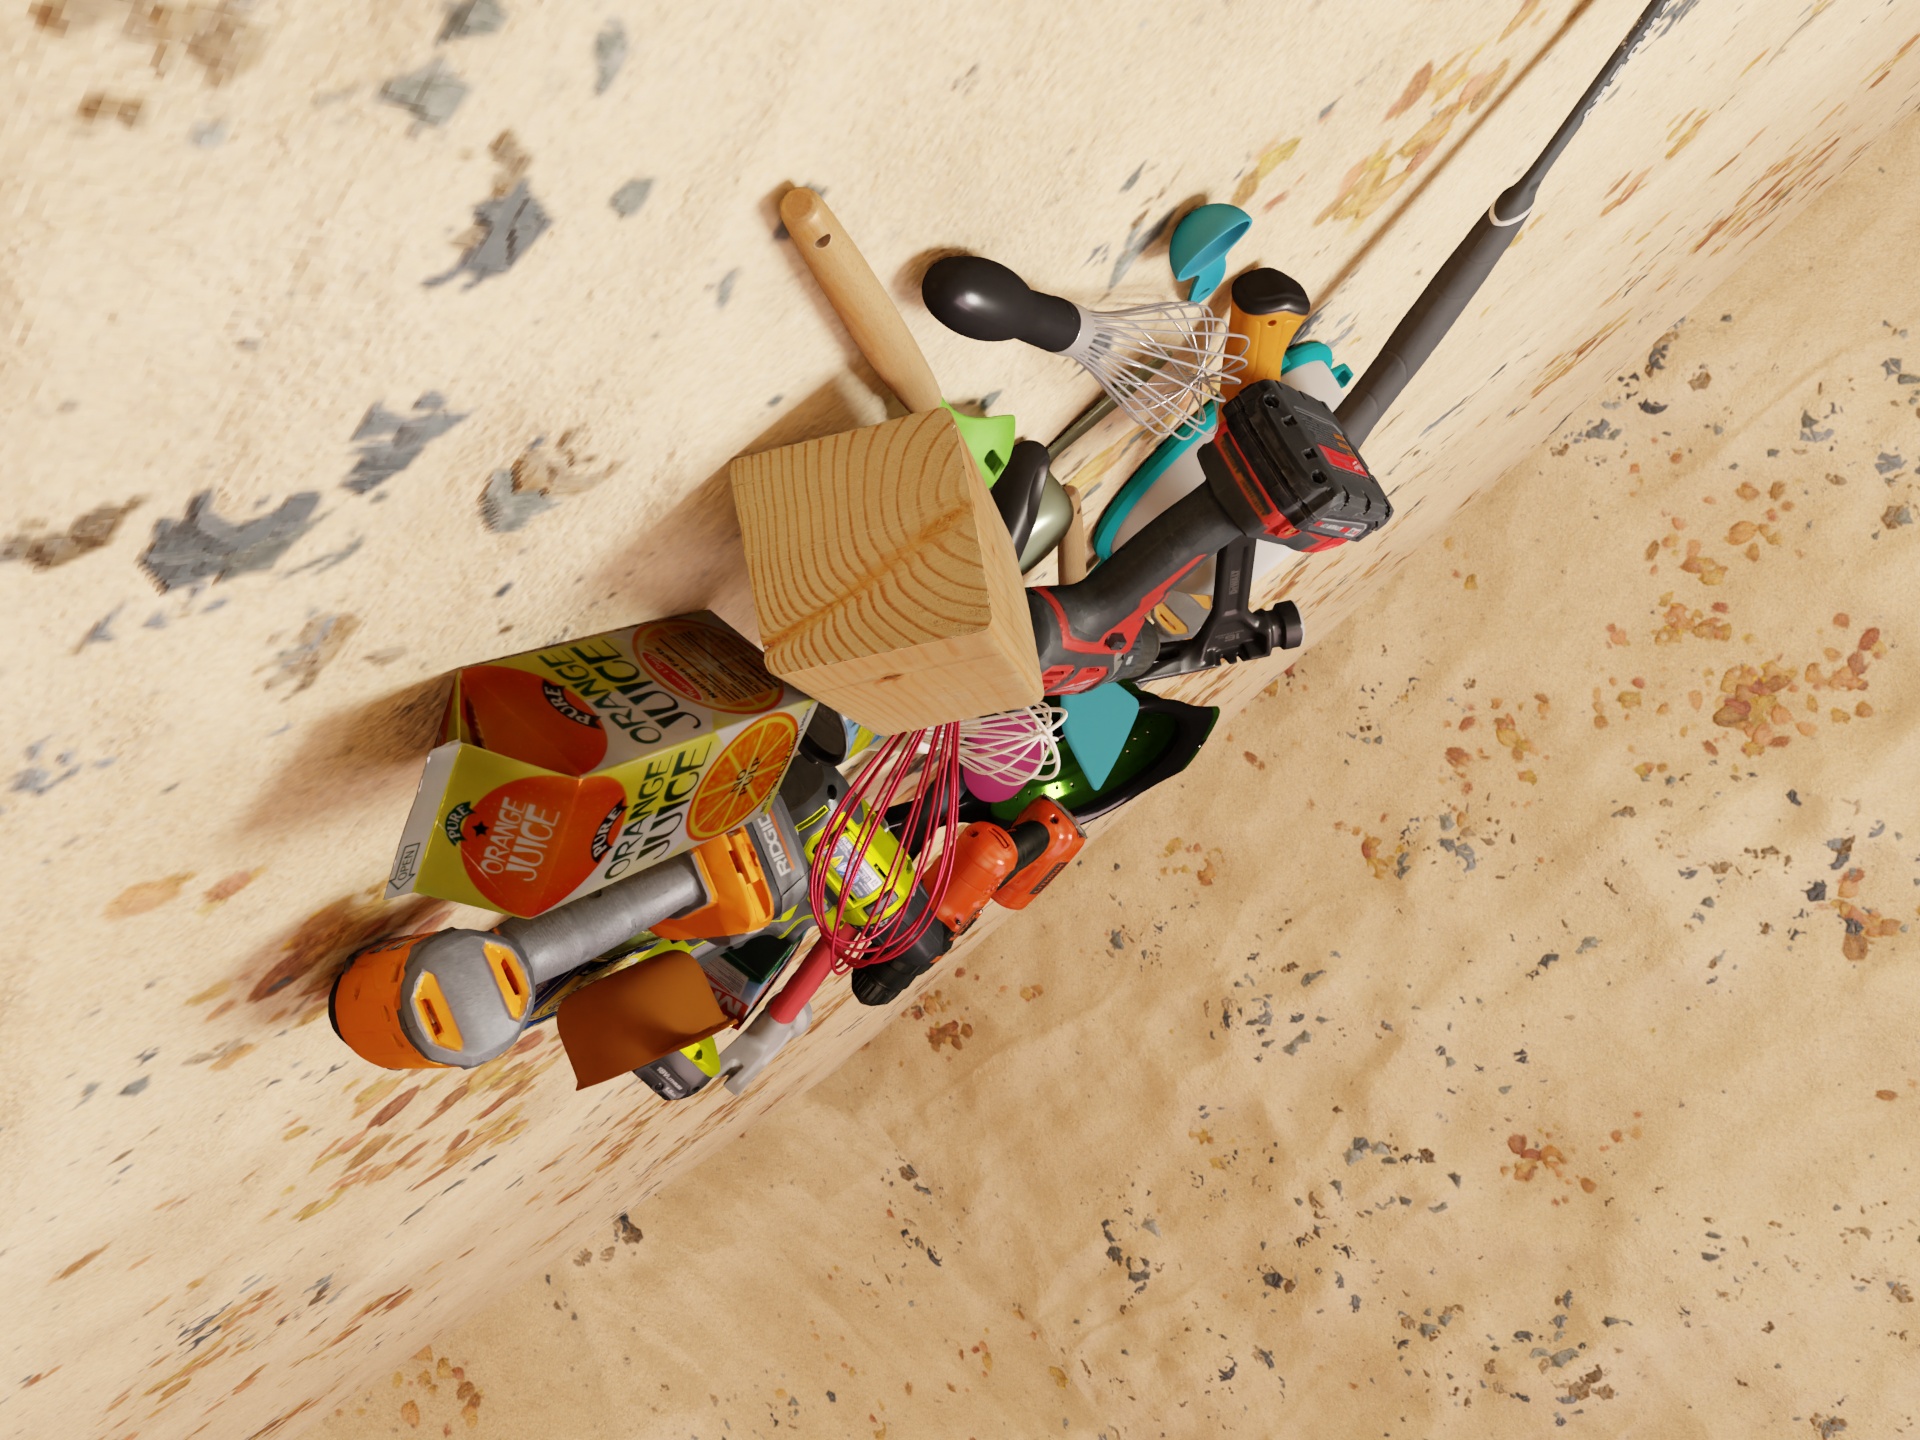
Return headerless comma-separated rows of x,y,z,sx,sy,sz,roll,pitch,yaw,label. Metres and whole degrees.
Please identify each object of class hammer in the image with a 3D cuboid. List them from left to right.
-0.057,0.112,1.167,0.386,0.038,0.143,-54,174,18,hammer
0.163,-0.136,0.972,0.127,0.034,0.336,-13,147,-4,hammer
0.325,-0.309,0.902,0.149,0.036,0.408,-29,157,-52,hammer

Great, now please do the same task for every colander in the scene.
0.014,0.029,1.292,0.397,0.095,0.204,-15,153,-21,colander

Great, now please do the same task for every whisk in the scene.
-0.016,0.007,0.931,0.058,0.059,0.246,-40,-160,-25,whisk
-0.011,-0.005,0.826,0.073,0.073,0.296,17,93,-77,whisk
0.059,-0.168,0.697,0.070,0.070,0.284,-44,163,24,whisk

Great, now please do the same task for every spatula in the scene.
0.088,-0.058,1.078,0.082,0.044,0.317,-61,162,-22,spatula

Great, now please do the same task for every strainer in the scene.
0.160,-0.113,1.129,0.340,0.095,0.211,-46,168,25,strainer

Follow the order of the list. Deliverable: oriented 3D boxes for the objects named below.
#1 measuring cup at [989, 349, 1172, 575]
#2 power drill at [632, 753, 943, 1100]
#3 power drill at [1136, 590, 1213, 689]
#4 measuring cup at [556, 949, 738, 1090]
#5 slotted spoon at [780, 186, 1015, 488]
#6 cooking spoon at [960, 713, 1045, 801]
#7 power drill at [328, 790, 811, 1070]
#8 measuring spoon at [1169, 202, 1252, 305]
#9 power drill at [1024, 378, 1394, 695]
0.061,-0.132,0.867,0.167,0.038,0.083,-41,169,19,measuring cup
-0.131,0.149,1.072,0.228,0.080,0.190,-35,128,-2,power drill
0.173,-0.053,1.478,0.226,0.084,0.185,-48,168,19,power drill
-0.162,0.153,0.857,0.095,0.052,0.173,-22,176,-32,measuring cup
-0.022,-0.134,0.630,0.070,0.031,0.313,-35,168,4,slotted spoon
-0.002,-0.003,1.030,0.069,0.017,0.318,-50,153,-1,cooking spoon
-0.207,0.107,0.813,0.226,0.084,0.164,-26,-173,-40,power drill
0.114,-0.222,0.762,0.042,0.021,0.128,-36,179,6,measuring spoon
0.127,-0.087,0.909,0.226,0.080,0.187,-35,164,27,power drill
